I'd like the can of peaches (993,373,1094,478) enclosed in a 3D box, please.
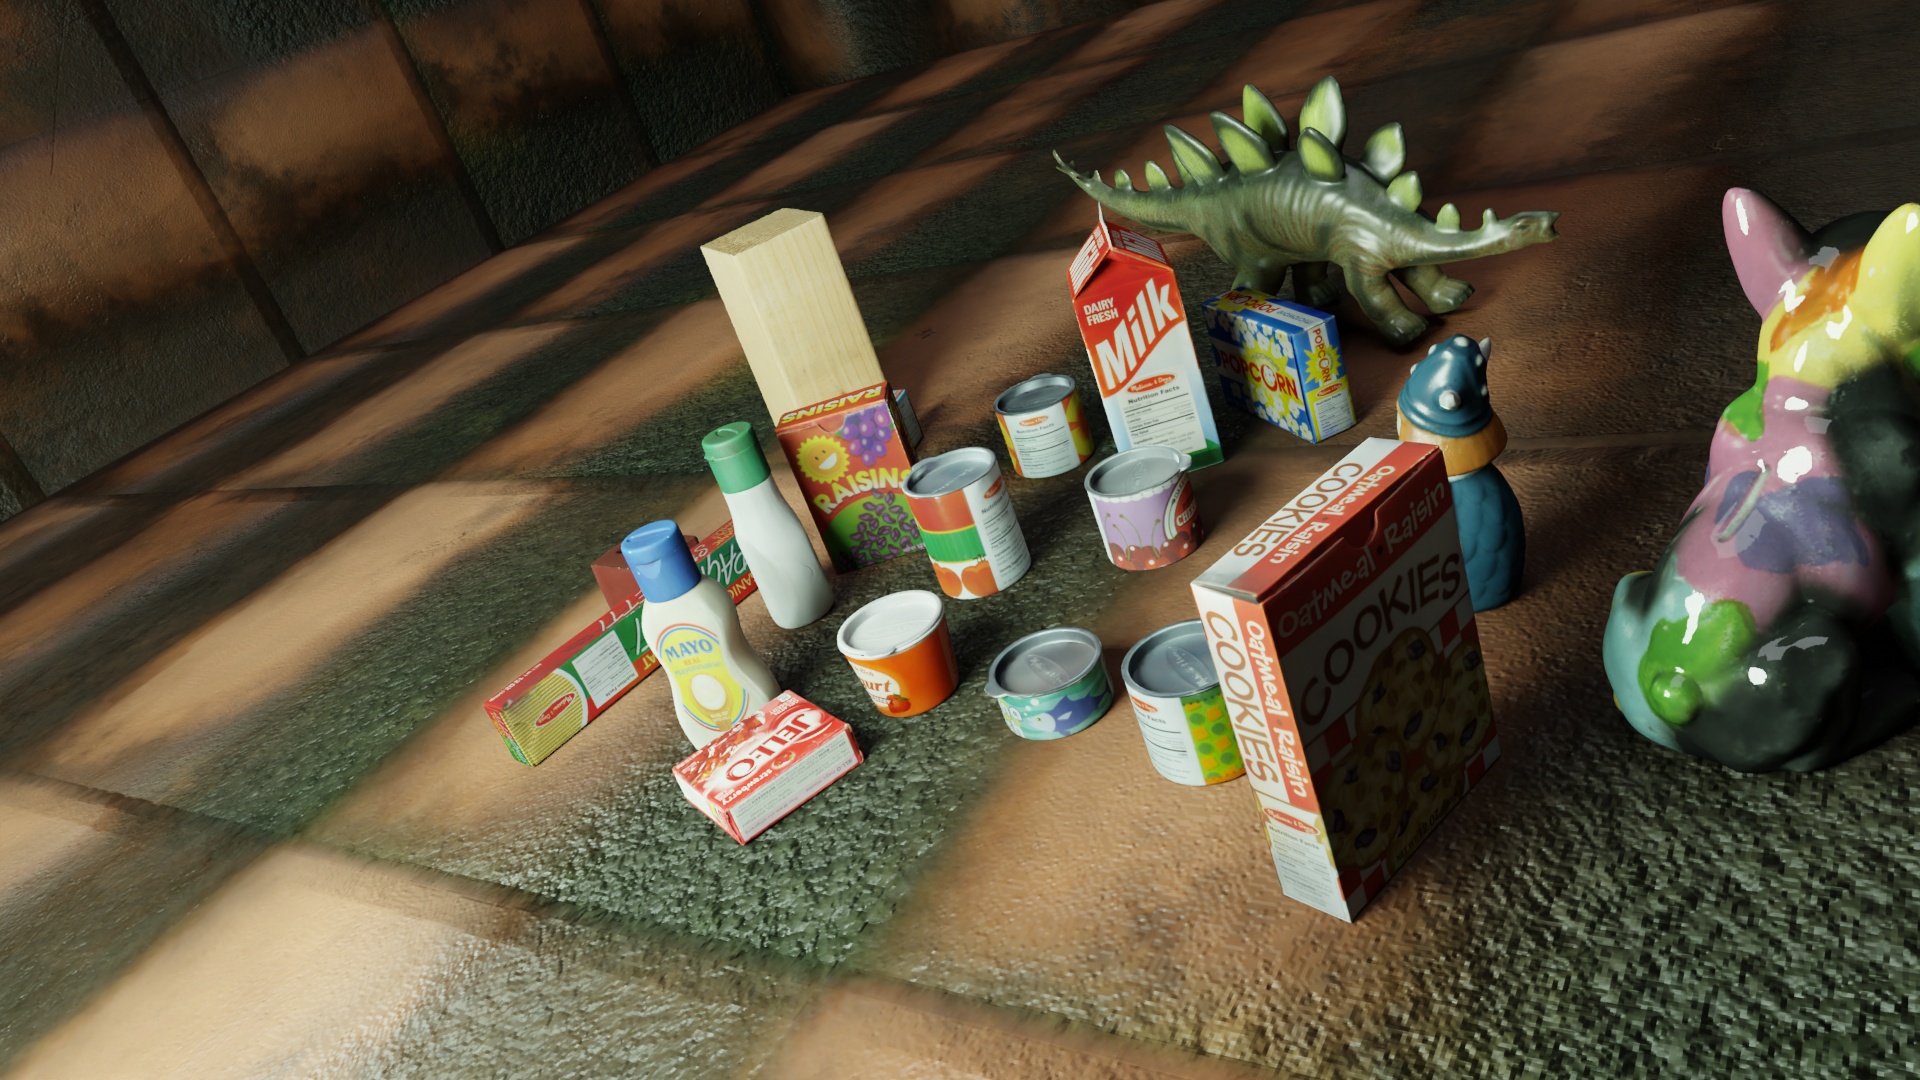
[{"bbox_3d":[0.066,-0.090,1.079,0.071,0.058,0.071,-16,26,8],"label":"can of peaches"}]

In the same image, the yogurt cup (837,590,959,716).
[{"bbox_3d":[-0.034,0.070,0.844,0.072,0.053,0.073,-16,26,8],"label":"yogurt cup"}]

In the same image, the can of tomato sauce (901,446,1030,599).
[{"bbox_3d":[0.003,-0.012,0.943,0.071,0.082,0.071,-16,26,8],"label":"can of tomato sauce"}]

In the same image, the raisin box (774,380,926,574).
[{"bbox_3d":[-0.072,-0.045,1.016,0.086,0.123,0.040,-16,26,10],"label":"raisin box"}]

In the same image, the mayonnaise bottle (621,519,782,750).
[{"bbox_3d":[-0.161,0.059,0.849,0.065,0.147,0.041,-14,26,14],"label":"mayonnaise bottle"}]

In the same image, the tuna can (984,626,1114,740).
[{"bbox_3d":[0.050,0.082,0.785,0.071,0.032,0.071,-16,26,8],"label":"tuna can"}]

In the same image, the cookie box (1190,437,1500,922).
[{"bbox_3d":[0.170,0.058,0.590,0.123,0.166,0.040,-36,29,-29],"label":"cookie box"}]

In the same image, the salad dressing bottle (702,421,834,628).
[{"bbox_3d":[-0.135,-0.010,0.966,0.044,0.147,0.064,-33,28,-25],"label":"salad dressing bottle"}]

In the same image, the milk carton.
[{"bbox_3d":[0.126,-0.142,0.986,0.073,0.189,0.073,-17,26,8],"label":"milk carton"}]

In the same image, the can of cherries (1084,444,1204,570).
[{"bbox_3d":[0.123,-0.022,0.905,0.071,0.058,0.072,-16,26,8],"label":"can of cherries"}]

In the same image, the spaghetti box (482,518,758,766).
[{"bbox_3d":[-0.227,0.065,0.998,0.028,0.050,0.251,5,35,42],"label":"spaghetti box"}]

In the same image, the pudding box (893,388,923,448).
[{"bbox_3d":[-0.064,-0.089,1.182,0.030,0.049,0.084,-8,28,24],"label":"pudding box"}]

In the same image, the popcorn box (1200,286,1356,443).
[{"bbox_3d":[0.230,-0.130,1.008,0.038,0.085,0.127,-26,26,-11],"label":"popcorn box"}]

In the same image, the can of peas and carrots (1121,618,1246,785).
[{"bbox_3d":[0.123,0.080,0.705,0.071,0.058,0.071,-16,26,8],"label":"can of peas and carrots"}]
